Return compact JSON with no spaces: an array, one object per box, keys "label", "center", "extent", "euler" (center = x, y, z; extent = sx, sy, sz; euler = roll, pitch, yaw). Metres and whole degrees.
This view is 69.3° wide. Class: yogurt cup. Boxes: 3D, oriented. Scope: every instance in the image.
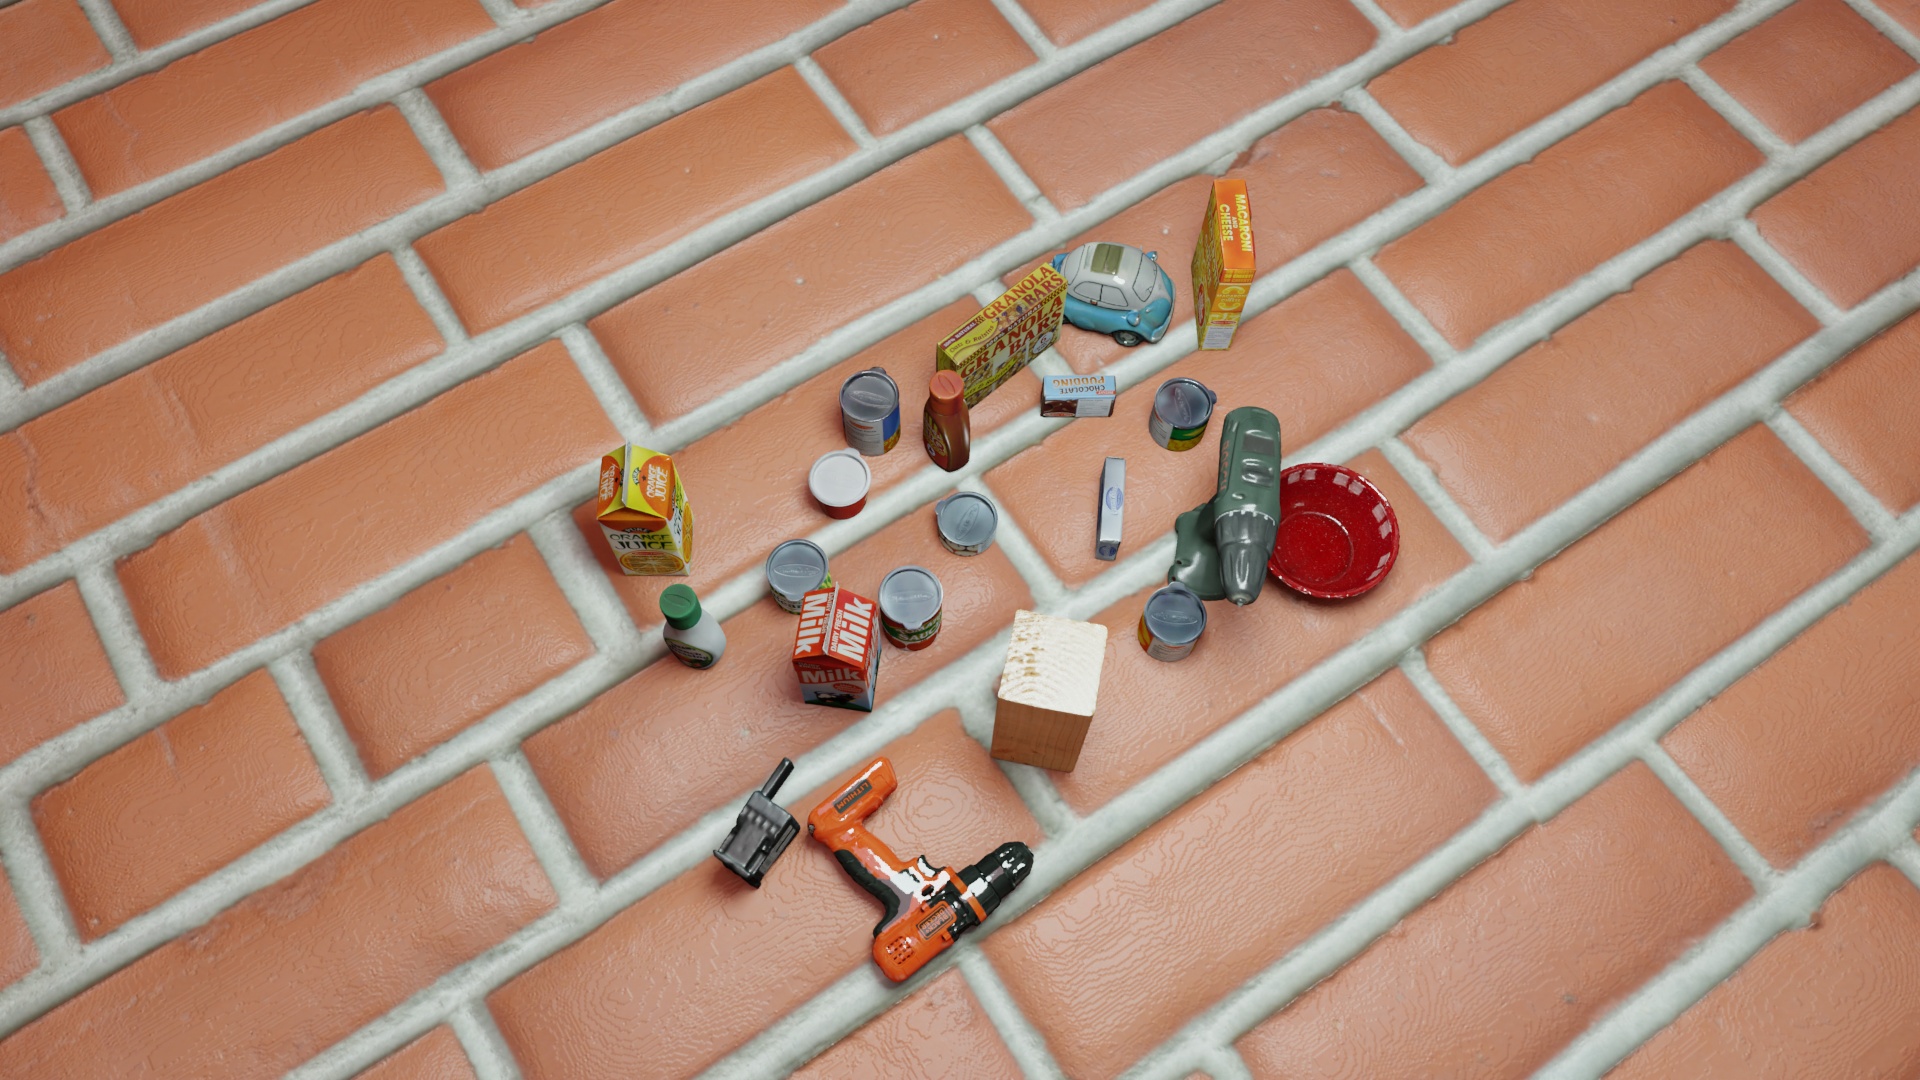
[{"label":"yogurt cup","center":[-0.132,-0.058,1.534],"extent":[0.072,0.053,0.072],"euler":[0,65,-1]}]

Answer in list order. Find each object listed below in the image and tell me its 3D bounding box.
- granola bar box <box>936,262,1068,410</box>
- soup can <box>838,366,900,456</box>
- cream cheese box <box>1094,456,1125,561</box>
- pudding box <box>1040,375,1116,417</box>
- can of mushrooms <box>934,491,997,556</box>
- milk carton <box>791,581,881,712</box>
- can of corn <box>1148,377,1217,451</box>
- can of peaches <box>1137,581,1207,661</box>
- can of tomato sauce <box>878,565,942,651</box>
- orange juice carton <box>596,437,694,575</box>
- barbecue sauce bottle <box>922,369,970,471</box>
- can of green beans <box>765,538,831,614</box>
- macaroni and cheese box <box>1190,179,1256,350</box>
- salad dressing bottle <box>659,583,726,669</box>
[{"label":"granola bar box","center":[0.045,-0.226,1.576],"extent":[0.166,0.123,0.039],"euler":[-39,72,-17]},{"label":"soup can","center":[-0.099,-0.144,1.558],"extent":[0.071,0.083,0.071],"euler":[0,66,-1]},{"label":"cream cheese box","center":[0.165,-0.034,1.529],"extent":[0.024,0.053,0.104],"euler":[6,65,2]},{"label":"pudding box","center":[0.134,-0.165,1.590],"extent":[0.084,0.049,0.030],"euler":[-1,66,-1]},{"label":"can of mushrooms","center":[0.005,-0.019,1.530],"extent":[0.071,0.033,0.071],"euler":[0,65,-1]},{"label":"milk carton","center":[-0.122,0.107,1.383],"extent":[0.073,0.189,0.072],"euler":[7,66,2]},{"label":"can of corn","center":[0.252,-0.143,1.578],"extent":[0.071,0.058,0.071],"euler":[0,66,-1]},{"label":"can of peaches","center":[0.224,0.087,1.472],"extent":[0.071,0.057,0.071],"euler":[0,66,-1]},{"label":"can of tomato sauce","center":[-0.051,0.074,1.459],"extent":[0.071,0.082,0.071],"euler":[0,66,-1]},{"label":"orange juice carton","center":[-0.329,-0.031,1.442],"extent":[0.073,0.192,0.072],"euler":[0,66,-1]},{"label":"barbecue sauce bottle","center":[-0.015,-0.134,1.519],"extent":[0.044,0.148,0.065],"euler":[-31,70,-14]},{"label":"can of green beans","center":[-0.172,0.040,1.486],"extent":[0.071,0.057,0.071],"euler":[0,66,-1]},{"label":"macaroni and cheese box","center":[0.302,-0.315,1.599],"extent":[0.040,0.165,0.124],"euler":[0,66,-1]},{"label":"salad dressing bottle","center":[-0.276,0.087,1.413],"extent":[0.064,0.147,0.044],"euler":[18,67,7]}]
